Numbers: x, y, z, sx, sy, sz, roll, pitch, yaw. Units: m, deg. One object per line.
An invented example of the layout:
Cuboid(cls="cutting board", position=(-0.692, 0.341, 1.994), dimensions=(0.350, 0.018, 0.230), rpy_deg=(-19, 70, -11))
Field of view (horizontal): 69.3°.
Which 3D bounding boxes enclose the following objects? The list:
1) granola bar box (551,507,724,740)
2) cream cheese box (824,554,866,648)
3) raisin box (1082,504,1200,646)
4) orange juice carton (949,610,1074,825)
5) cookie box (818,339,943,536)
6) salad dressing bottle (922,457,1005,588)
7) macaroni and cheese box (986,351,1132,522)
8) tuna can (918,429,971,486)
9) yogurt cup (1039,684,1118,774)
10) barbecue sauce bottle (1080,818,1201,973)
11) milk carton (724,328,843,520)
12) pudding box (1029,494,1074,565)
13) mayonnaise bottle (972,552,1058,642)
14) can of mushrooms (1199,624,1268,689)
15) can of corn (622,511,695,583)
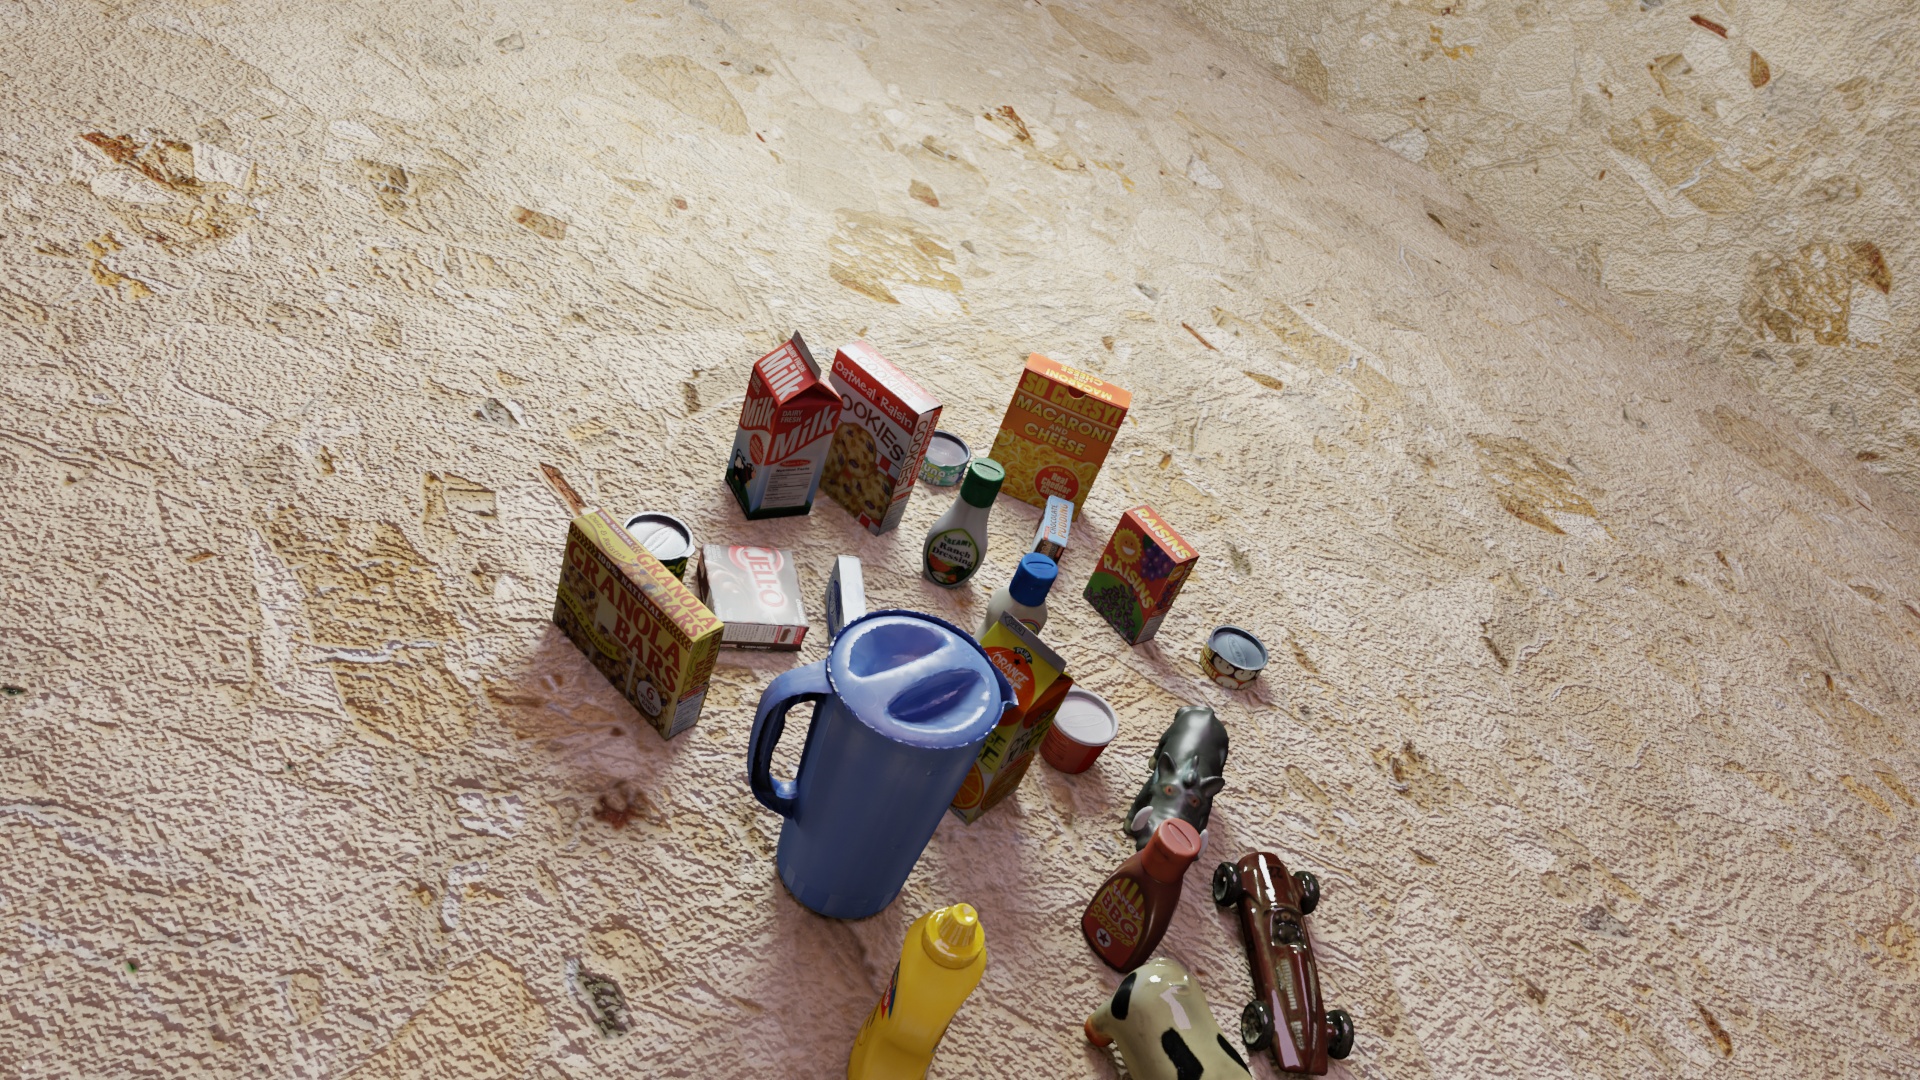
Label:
Cuboid(cls="granola bar box", position=(-0.276, 0.070, 1.183), dimensions=(0.166, 0.123, 0.039), rpy_deg=(41, 41, 22))
Cuboid(cls="cream cheese box", position=(-0.109, 0.068, 1.326), dimensions=(0.024, 0.053, 0.104), rpy_deg=(9, 40, -17))
Cuboid(cls="raisin box", position=(0.188, 0.037, 1.454), dimensions=(0.040, 0.122, 0.086), rpy_deg=(-15, 51, -38))
Cuboid(cls="orange juice carton", position=(0.033, 0.147, 1.187), dimensions=(0.072, 0.191, 0.073), rpy_deg=(40, 41, 21))
Cuboid(cls="cookie box", position=(-0.095, -0.107, 1.451), dimensions=(0.123, 0.166, 0.040), rpy_deg=(40, 41, 22))
Cuboid(cls="salad dressing bottle", position=(0.005, -0.018, 1.409), dimensions=(0.064, 0.146, 0.044), rpy_deg=(22, 37, -1))
Cuboid(cls="macaroni and cheese box", position=(0.105, -0.114, 1.559), dimensions=(0.124, 0.165, 0.040), rpy_deg=(22, 37, 0))
Cuboid(cls="tuna can", position=(-0.024, -0.093, 1.579), dimensions=(0.071, 0.032, 0.071), rpy_deg=(14, 38, -11))
Cuboid(cls="yogurt cup", position=(0.107, 0.180, 1.297), dimensions=(0.072, 0.053, 0.073), rpy_deg=(14, 38, -11))
Cuboid(cls="barbecue sauce bottle", position=(0.148, 0.282, 1.117), dimensions=(0.044, 0.147, 0.065), rpy_deg=(-14, 50, -38))
Cuboid(cls="milk carton", position=(-0.176, -0.116, 1.404), dimensions=(0.073, 0.189, 0.072), rpy_deg=(-6, 46, -32))
Cuboid(cls="pudding box", position=(0.099, -0.005, 1.520), dimensions=(0.030, 0.049, 0.084), rpy_deg=(20, 37, -3))
Cuboid(cls="mayonnaise bottle", position=(0.051, 0.077, 1.317), dimensions=(0.065, 0.147, 0.041), rpy_deg=(3, 41, -23))
Cuboid(cls="can of mushrooms", position=(0.287, 0.123, 1.471), dimensions=(0.071, 0.033, 0.071), rpy_deg=(14, 38, -11))
Cuboid(cls="can of corn", position=(-0.286, 0.017, 1.297), dimensions=(0.071, 0.058, 0.071), rpy_deg=(14, 38, -11))
